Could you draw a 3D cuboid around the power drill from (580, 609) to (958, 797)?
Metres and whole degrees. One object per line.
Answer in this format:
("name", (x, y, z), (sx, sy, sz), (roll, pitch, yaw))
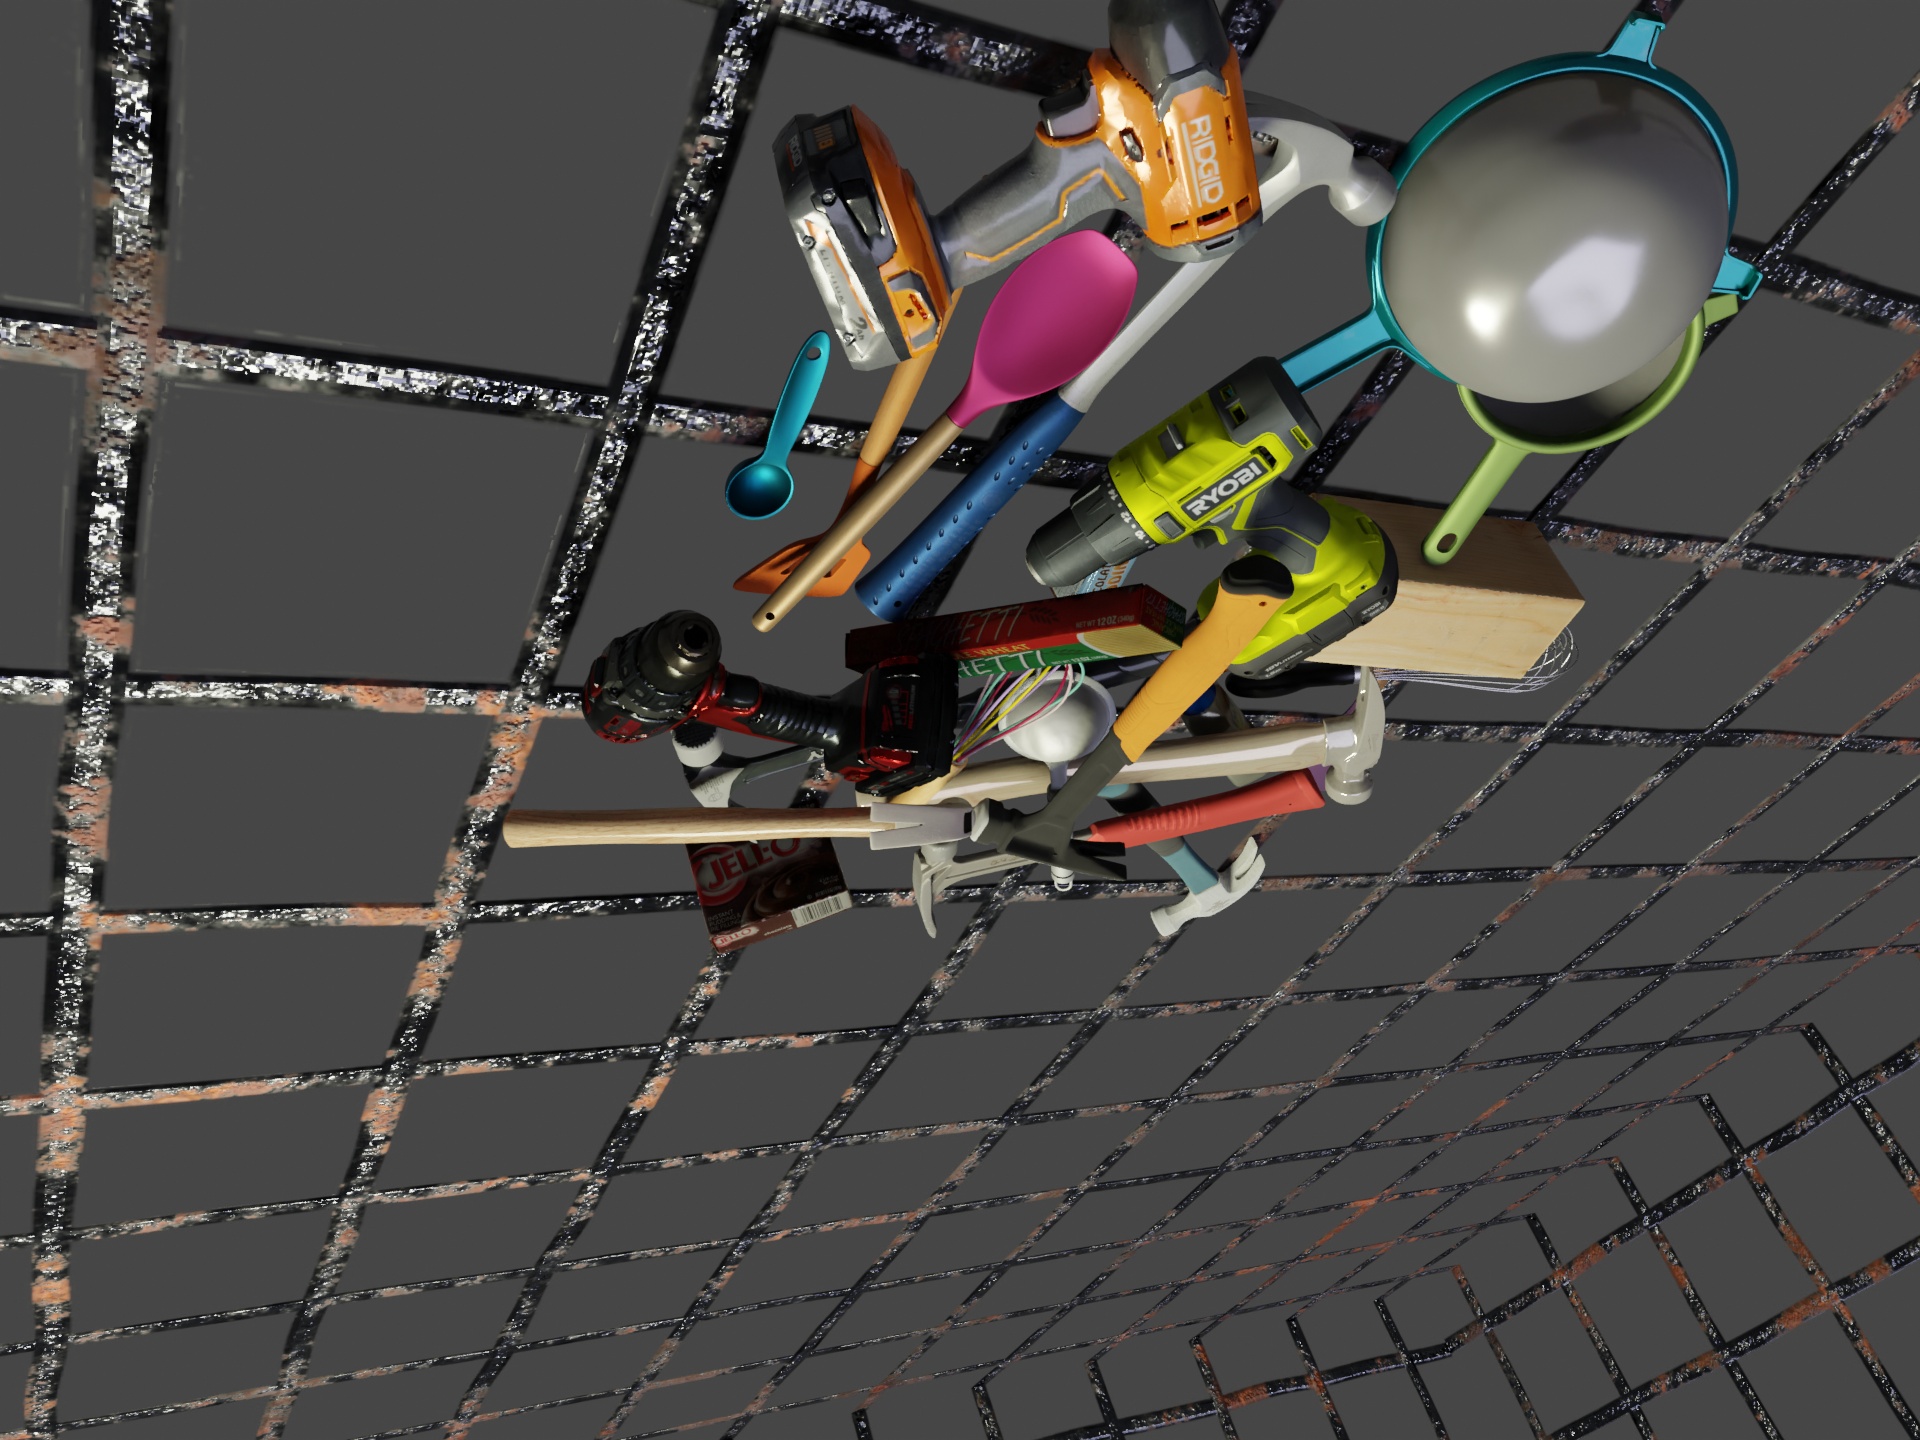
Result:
("power drill", (-0.115, -0.016, 1.005), (0.226, 0.080, 0.188), (10, 164, -23))

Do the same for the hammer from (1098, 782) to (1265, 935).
("hammer", (0.186, 0.110, 1.452), (0.128, 0.033, 0.330), (-29, 145, 12))

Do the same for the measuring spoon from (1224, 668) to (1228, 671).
("measuring spoon", (0.181, -0.056, 1.241), (0.021, 0.011, 0.116), (-38, 142, 23))

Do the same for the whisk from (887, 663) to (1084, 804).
("whisk", (0.010, 0.012, 1.149), (0.051, 0.047, 0.245), (17, 138, -28))

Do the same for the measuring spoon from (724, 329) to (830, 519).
("measuring spoon", (-0.105, -0.175, 0.928), (0.042, 0.021, 0.128), (5, 128, -32))

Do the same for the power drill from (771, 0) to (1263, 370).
("power drill", (0.028, -0.277, 0.776), (0.226, 0.084, 0.164), (-19, 139, 5))

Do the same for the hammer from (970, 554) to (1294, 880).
("hammer", (0.129, 0.006, 1.082), (0.127, 0.034, 0.336), (17, 140, -17))

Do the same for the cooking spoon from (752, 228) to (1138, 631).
("cooking spoon", (-0.020, -0.159, 0.930), (0.068, 0.017, 0.319), (37, 116, -21))

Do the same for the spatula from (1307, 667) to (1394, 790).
("spatula", (0.353, -0.033, 1.361), (0.059, 0.018, 0.315), (2, 141, -12))

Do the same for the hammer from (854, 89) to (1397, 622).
("hammer", (0.070, -0.203, 0.959), (0.144, 0.035, 0.405), (17, 130, -43))

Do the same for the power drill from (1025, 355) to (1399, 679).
("power drill", (0.166, -0.113, 1.018), (0.190, 0.080, 0.228), (-33, 143, 20))

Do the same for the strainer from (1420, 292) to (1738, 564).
("strainer", (0.375, -0.217, 1.060), (0.151, 0.069, 0.256), (16, 132, -10))

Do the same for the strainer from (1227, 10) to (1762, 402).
("strainer", (0.293, -0.236, 0.938), (0.340, 0.095, 0.210), (-26, 125, 23))

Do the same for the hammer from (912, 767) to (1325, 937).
("hammer", (0.136, 0.100, 1.353), (0.359, 0.037, 0.149), (-12, 145, -10))

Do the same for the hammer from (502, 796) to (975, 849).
("hammer", (-0.158, 0.073, 1.118), (0.331, 0.031, 0.130), (-1, 179, 5))

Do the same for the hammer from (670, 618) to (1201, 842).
("hammer", (-0.002, -0.004, 1.183), (0.409, 0.036, 0.149), (-15, 147, -6))

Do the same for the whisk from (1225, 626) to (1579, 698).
("whisk", (0.356, -0.044, 1.286), (0.284, 0.070, 0.070), (-7, 145, 1))

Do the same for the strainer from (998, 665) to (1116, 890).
("strainer", (0.076, 0.051, 1.202), (0.087, 0.050, 0.258), (-4, 136, 2))

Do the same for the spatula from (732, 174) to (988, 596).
("spatula", (-0.048, -0.180, 0.942), (0.081, 0.041, 0.322), (1, 136, -32))

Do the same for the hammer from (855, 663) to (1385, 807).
("hammer", (0.122, 0.028, 1.235), (0.410, 0.038, 0.146), (-7, 134, 0))
